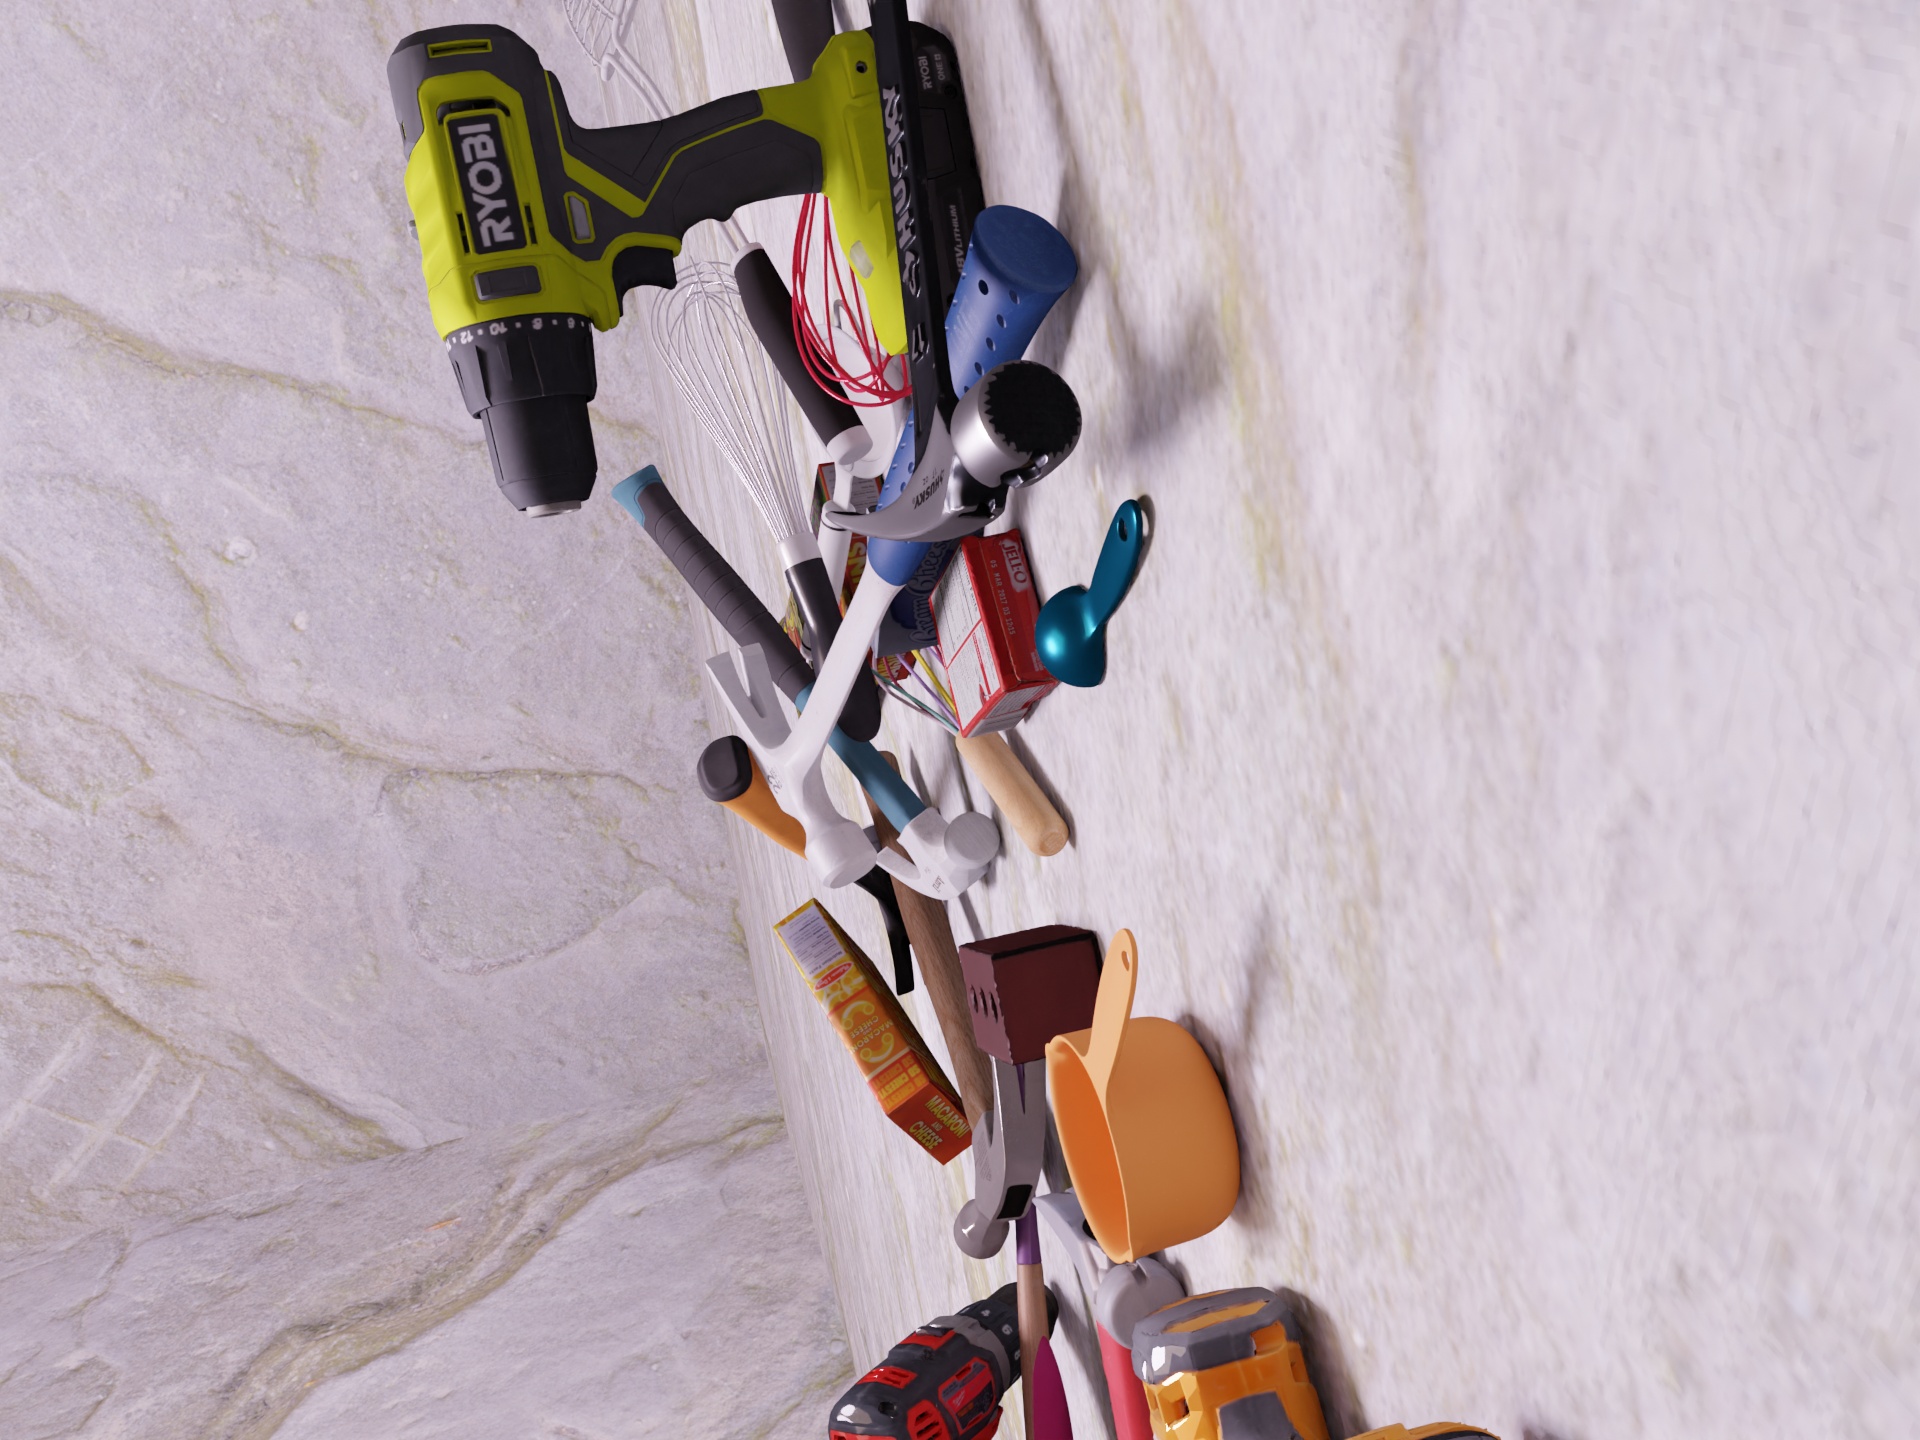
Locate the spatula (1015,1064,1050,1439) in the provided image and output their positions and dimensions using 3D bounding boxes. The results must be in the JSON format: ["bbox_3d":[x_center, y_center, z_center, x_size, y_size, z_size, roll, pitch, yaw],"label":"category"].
[{"bbox_3d":[0.040,0.335,0.902,0.059,0.018,0.316,117,150,-74],"label":"spatula"}]

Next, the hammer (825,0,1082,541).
[{"bbox_3d":[-0.027,-0.260,0.576,0.149,0.036,0.409,152,114,-63],"label":"hammer"}]

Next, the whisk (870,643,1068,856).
[{"bbox_3d":[-0.003,-0.004,0.820,0.245,0.051,0.047,-126,32,-55],"label":"whisk"}]

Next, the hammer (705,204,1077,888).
[{"bbox_3d":[-0.040,-0.069,0.723,0.144,0.035,0.405,57,148,18],"label":"hammer"}]

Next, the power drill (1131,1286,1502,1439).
[{"bbox_3d":[0.117,0.281,0.474,0.226,0.084,0.185,119,137,-78],"label":"power drill"}]

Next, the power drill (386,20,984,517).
[{"bbox_3d":[-0.109,-0.195,0.668,0.080,0.228,0.190,-170,69,-77],"label":"power drill"}]

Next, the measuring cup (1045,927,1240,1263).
[{"bbox_3d":[0.073,0.128,0.585,0.173,0.052,0.095,93,161,-44],"label":"measuring cup"}]

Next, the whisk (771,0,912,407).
[{"bbox_3d":[-0.063,-0.280,0.795,0.073,0.073,0.296,106,154,-65],"label":"whisk"}]

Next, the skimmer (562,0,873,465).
[{"bbox_3d":[-0.115,-0.300,0.843,0.363,0.090,0.127,61,150,10],"label":"skimmer"}]

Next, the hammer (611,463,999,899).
[{"bbox_3d":[-0.099,-0.027,0.945,0.331,0.033,0.128,50,158,11],"label":"hammer"}]

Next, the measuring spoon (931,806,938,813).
[{"bbox_3d":[-0.015,0.108,1.057,0.034,0.018,0.124,-121,29,-51],"label":"measuring spoon"}]

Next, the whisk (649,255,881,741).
[{"bbox_3d":[-0.099,-0.122,0.871,0.070,0.070,0.284,143,107,-76],"label":"whisk"}]

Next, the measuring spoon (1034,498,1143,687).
[{"bbox_3d":[0.046,-0.048,0.600,0.128,0.021,0.042,107,149,-68],"label":"measuring spoon"}]

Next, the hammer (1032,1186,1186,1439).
[{"bbox_3d":[0.099,0.424,0.779,0.143,0.038,0.386,-163,62,-77],"label":"hammer"}]

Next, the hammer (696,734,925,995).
[{"bbox_3d":[-0.087,0.088,1.026,0.336,0.034,0.127,51,-161,-66],"label":"hammer"}]

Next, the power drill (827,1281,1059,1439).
[{"bbox_3d":[0.015,0.450,0.910,0.080,0.188,0.227,-12,90,34],"label":"power drill"}]

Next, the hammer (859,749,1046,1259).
[{"bbox_3d":[-0.013,0.145,0.969,0.130,0.031,0.332,110,151,-41],"label":"hammer"}]

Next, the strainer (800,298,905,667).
[{"bbox_3d":[-0.068,-0.125,0.905,0.087,0.050,0.258,42,137,29],"label":"strainer"}]

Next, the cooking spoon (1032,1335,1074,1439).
[{"bbox_3d":[0.069,0.482,0.867,0.069,0.017,0.318,-53,-46,-71],"label":"cooking spoon"}]
